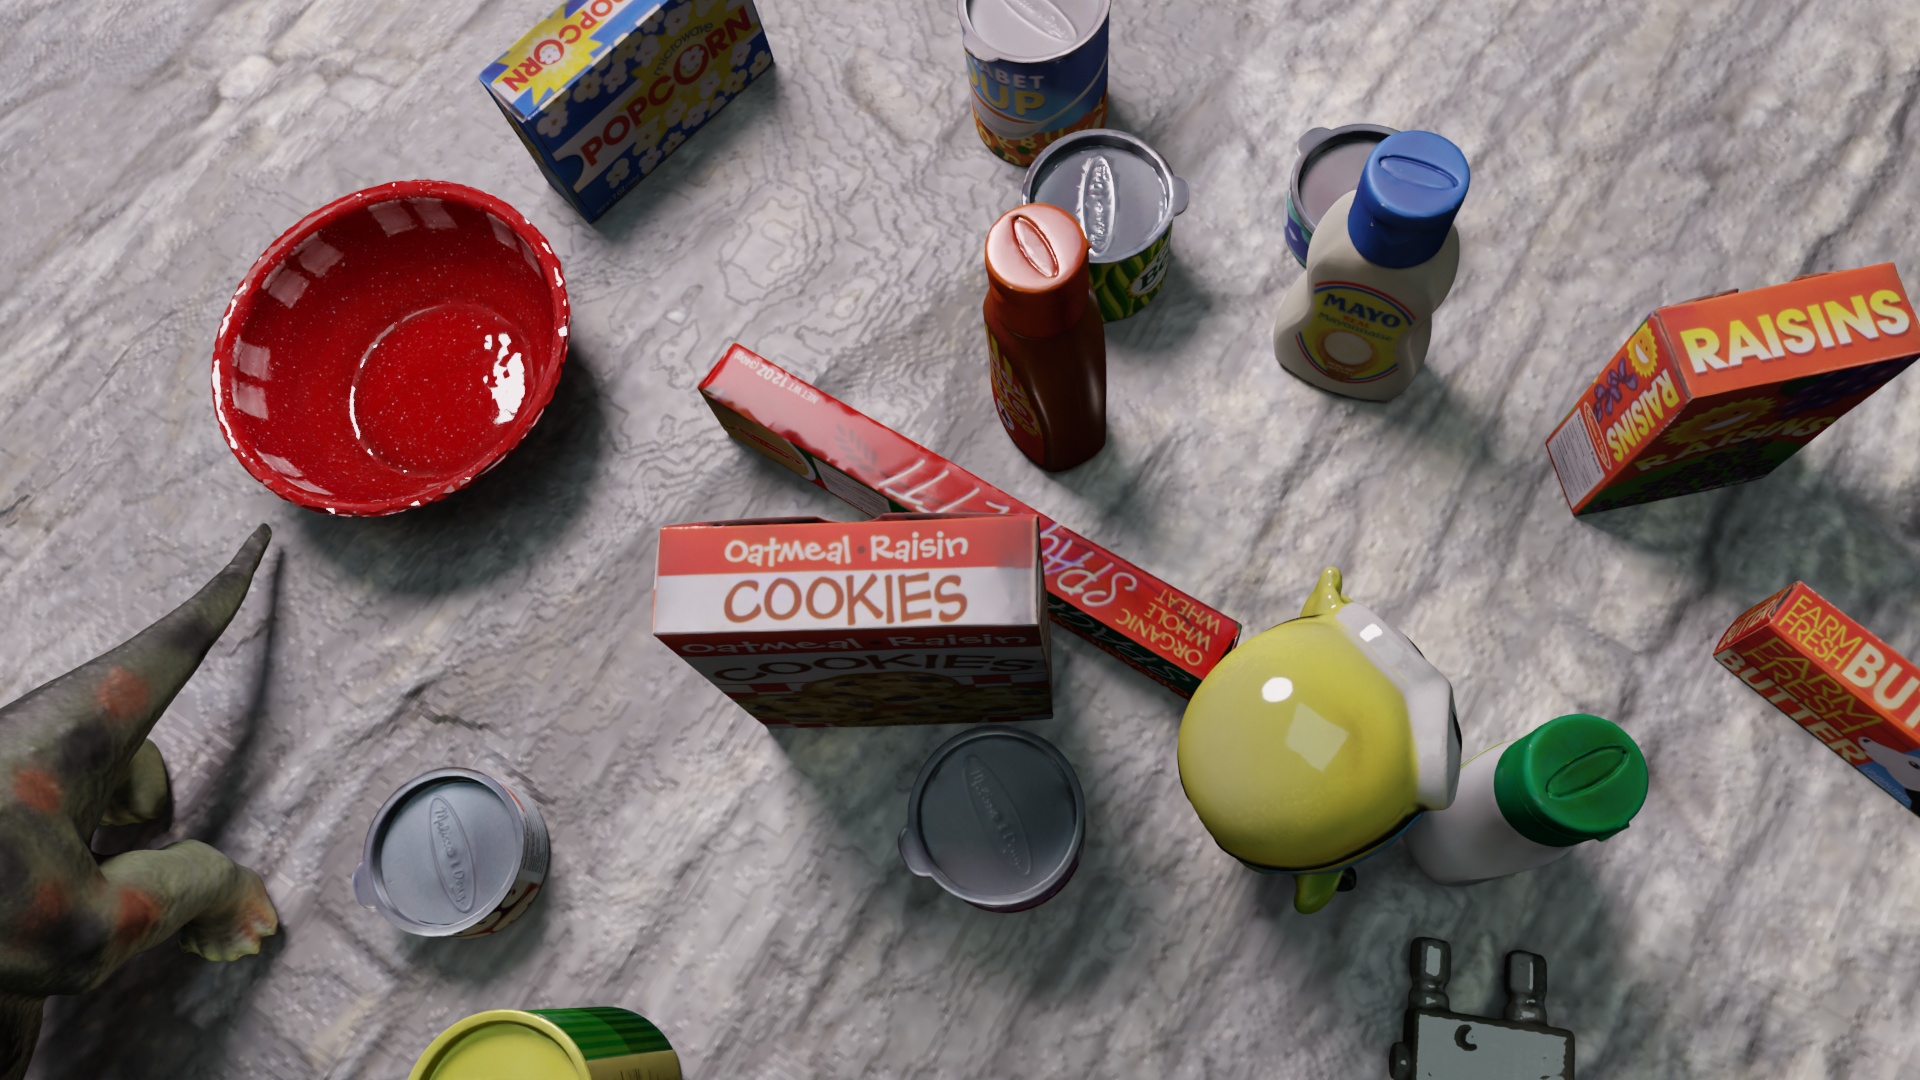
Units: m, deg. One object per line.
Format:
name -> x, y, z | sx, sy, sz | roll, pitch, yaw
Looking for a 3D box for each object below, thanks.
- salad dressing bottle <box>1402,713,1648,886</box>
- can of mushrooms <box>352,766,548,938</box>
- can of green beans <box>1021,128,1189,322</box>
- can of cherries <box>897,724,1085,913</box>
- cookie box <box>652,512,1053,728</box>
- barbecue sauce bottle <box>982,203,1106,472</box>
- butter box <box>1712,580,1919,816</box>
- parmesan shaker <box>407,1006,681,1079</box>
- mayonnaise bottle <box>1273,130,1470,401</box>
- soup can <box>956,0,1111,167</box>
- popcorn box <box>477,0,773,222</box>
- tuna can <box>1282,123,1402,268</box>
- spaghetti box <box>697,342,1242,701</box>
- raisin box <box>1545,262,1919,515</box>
salad dressing bottle -> 0.194, 0.091, 0.483 | 0.064, 0.147, 0.044 | -27, 72, -4
can of mushrooms -> -0.206, 0.129, 0.565 | 0.071, 0.033, 0.071 | -1, 72, 5
can of green beans -> 0.061, -0.138, 0.618 | 0.071, 0.057, 0.071 | -1, 72, 5
can of cherries -> 0.013, 0.110, 0.539 | 0.071, 0.058, 0.071 | -1, 72, 5
cookie box -> -0.029, 0.034, 0.511 | 0.123, 0.167, 0.040 | -2, 72, 4
barbecue sauce bottle -> 0.033, -0.080, 0.553 | 0.044, 0.148, 0.065 | -27, 72, -4
butter box -> 0.345, 0.063, 0.529 | 0.103, 0.053, 0.024 | 43, 80, 16
parmesan shaker -> -0.148, 0.205, 0.498 | 0.071, 0.103, 0.071 | -2, 72, 5
mayonnaise bottle -> 0.164, -0.105, 0.550 | 0.065, 0.147, 0.041 | 22, 76, 12
soup can -> 0.033, -0.219, 0.633 | 0.071, 0.083, 0.071 | -1, 72, 5
popcorn box -> -0.152, -0.221, 0.650 | 0.038, 0.085, 0.127 | 42, 80, 16
tuna can -> 0.178, -0.152, 0.625 | 0.071, 0.032, 0.071 | -1, 72, 5
spaghetti box -> 0.002, -0.007, 0.584 | 0.250, 0.050, 0.029 | 30, 77, 14
raisin box -> 0.291, -0.055, 0.535 | 0.086, 0.123, 0.040 | -11, 72, 2
